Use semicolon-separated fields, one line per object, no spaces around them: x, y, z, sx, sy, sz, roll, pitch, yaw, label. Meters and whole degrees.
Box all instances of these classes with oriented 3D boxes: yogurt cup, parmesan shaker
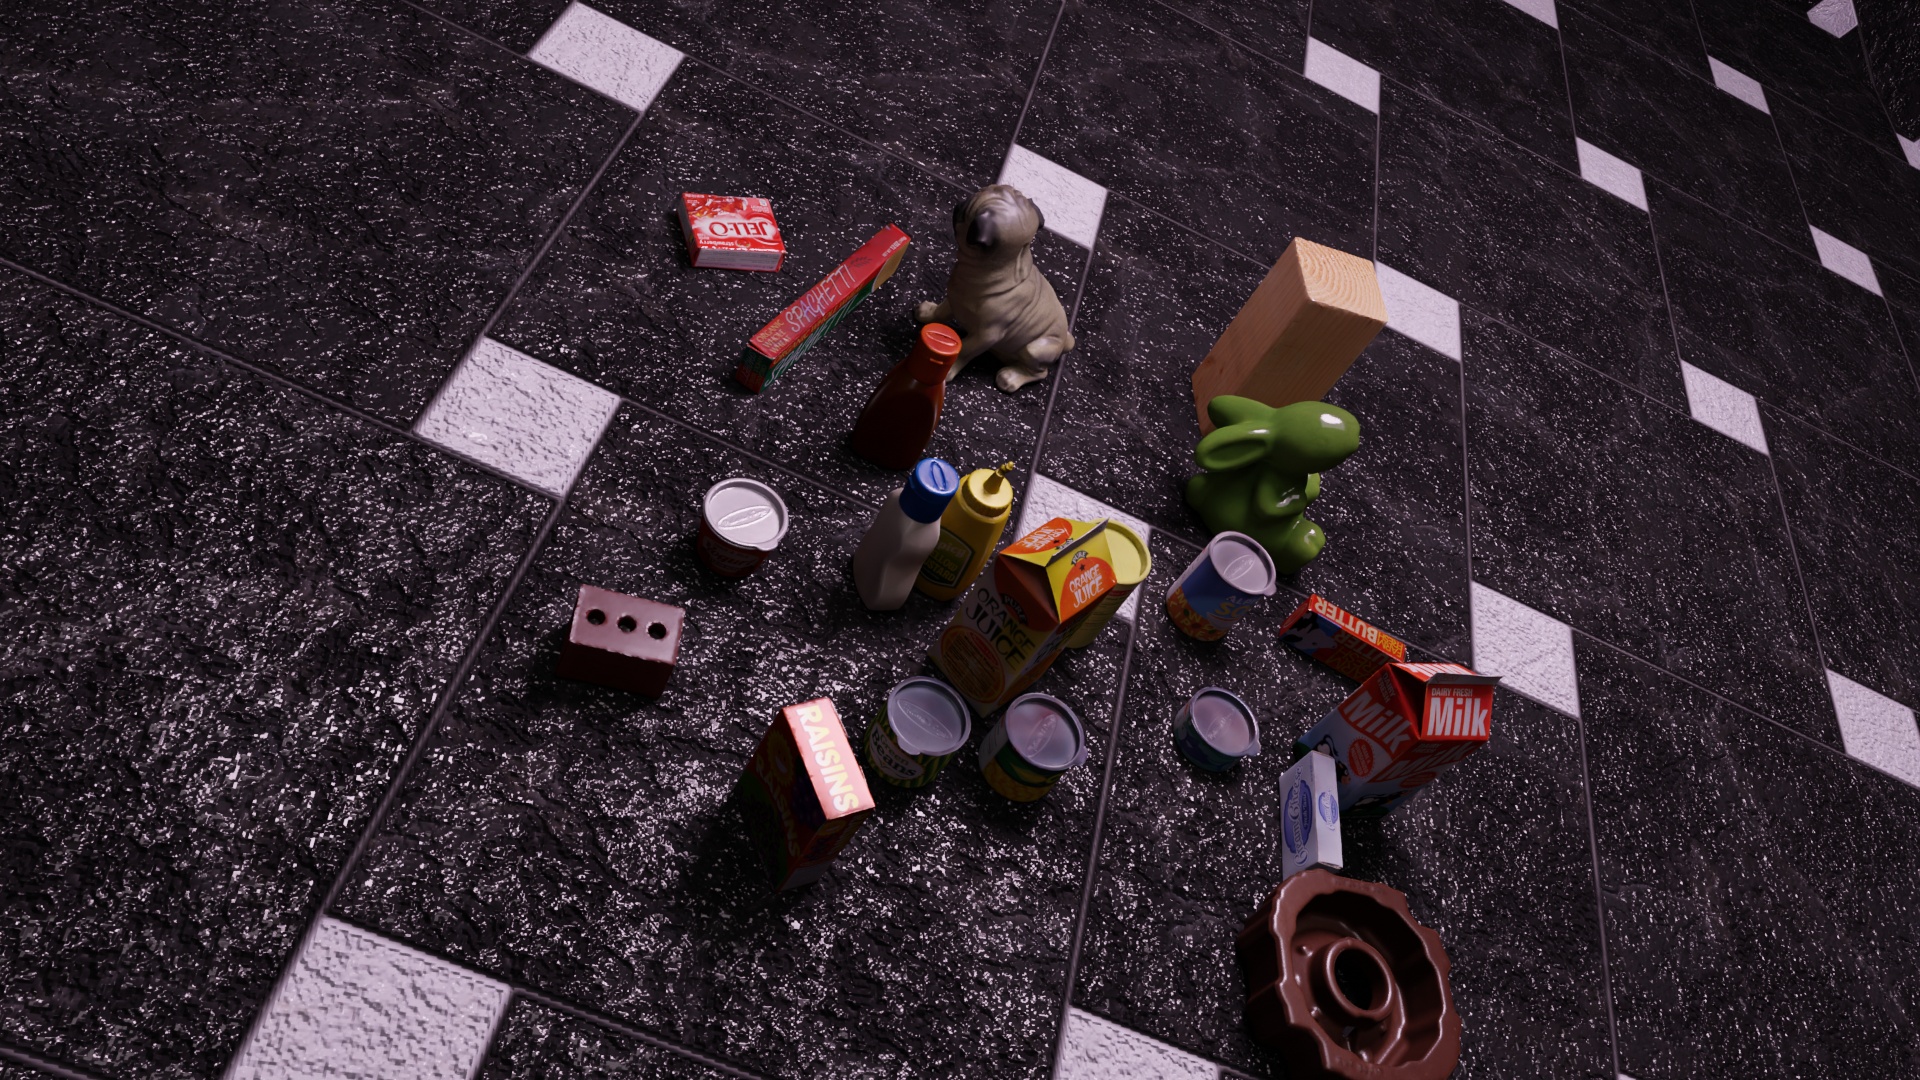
-0.176;-0.008;1.099;0.072;0.053;0.073;14;50;-17;yogurt cup
0.105;0.037;1.172;0.071;0.102;0.072;14;50;-17;parmesan shaker

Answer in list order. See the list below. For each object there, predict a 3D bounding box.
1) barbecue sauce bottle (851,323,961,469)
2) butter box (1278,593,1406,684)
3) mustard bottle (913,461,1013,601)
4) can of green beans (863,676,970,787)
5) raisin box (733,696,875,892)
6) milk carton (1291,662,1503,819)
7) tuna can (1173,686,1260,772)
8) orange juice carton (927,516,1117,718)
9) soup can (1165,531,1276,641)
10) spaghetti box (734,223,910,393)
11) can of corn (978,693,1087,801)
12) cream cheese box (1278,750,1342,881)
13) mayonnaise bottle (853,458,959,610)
-0.043;-0.123;1.192;0.065;0.147;0.044;18;49;-14;barbecue sauce bottle
0.354;0.094;1.286;0.103;0.052;0.024;29;47;-4;butter box
0.004;-0.014;1.122;0.065;0.159;0.049;34;47;1;mustard bottle
-0.034;0.145;1.048;0.071;0.057;0.071;14;50;-17;can of green beans
-0.108;0.174;0.943;0.040;0.122;0.086;-9;59;-32;raisin box
0.362;0.158;1.147;0.072;0.189;0.074;4;53;-24;milk carton
0.218;0.162;1.178;0.071;0.032;0.071;14;50;-17;tuna can
0.053;0.051;1.074;0.072;0.191;0.073;-30;72;-40;orange juice carton
0.234;0.044;1.244;0.071;0.083;0.072;14;50;-17;soup can
-0.125;-0.219;1.294;0.029;0.050;0.251;36;47;3;spaghetti box
0.056;0.163;1.079;0.071;0.058;0.071;14;50;-17;can of corn
0.288;0.232;1.145;0.024;0.053;0.104;19;48;-13;cream cheese box
-0.044;-0.006;1.101;0.041;0.147;0.065;1;55;-26;mayonnaise bottle
